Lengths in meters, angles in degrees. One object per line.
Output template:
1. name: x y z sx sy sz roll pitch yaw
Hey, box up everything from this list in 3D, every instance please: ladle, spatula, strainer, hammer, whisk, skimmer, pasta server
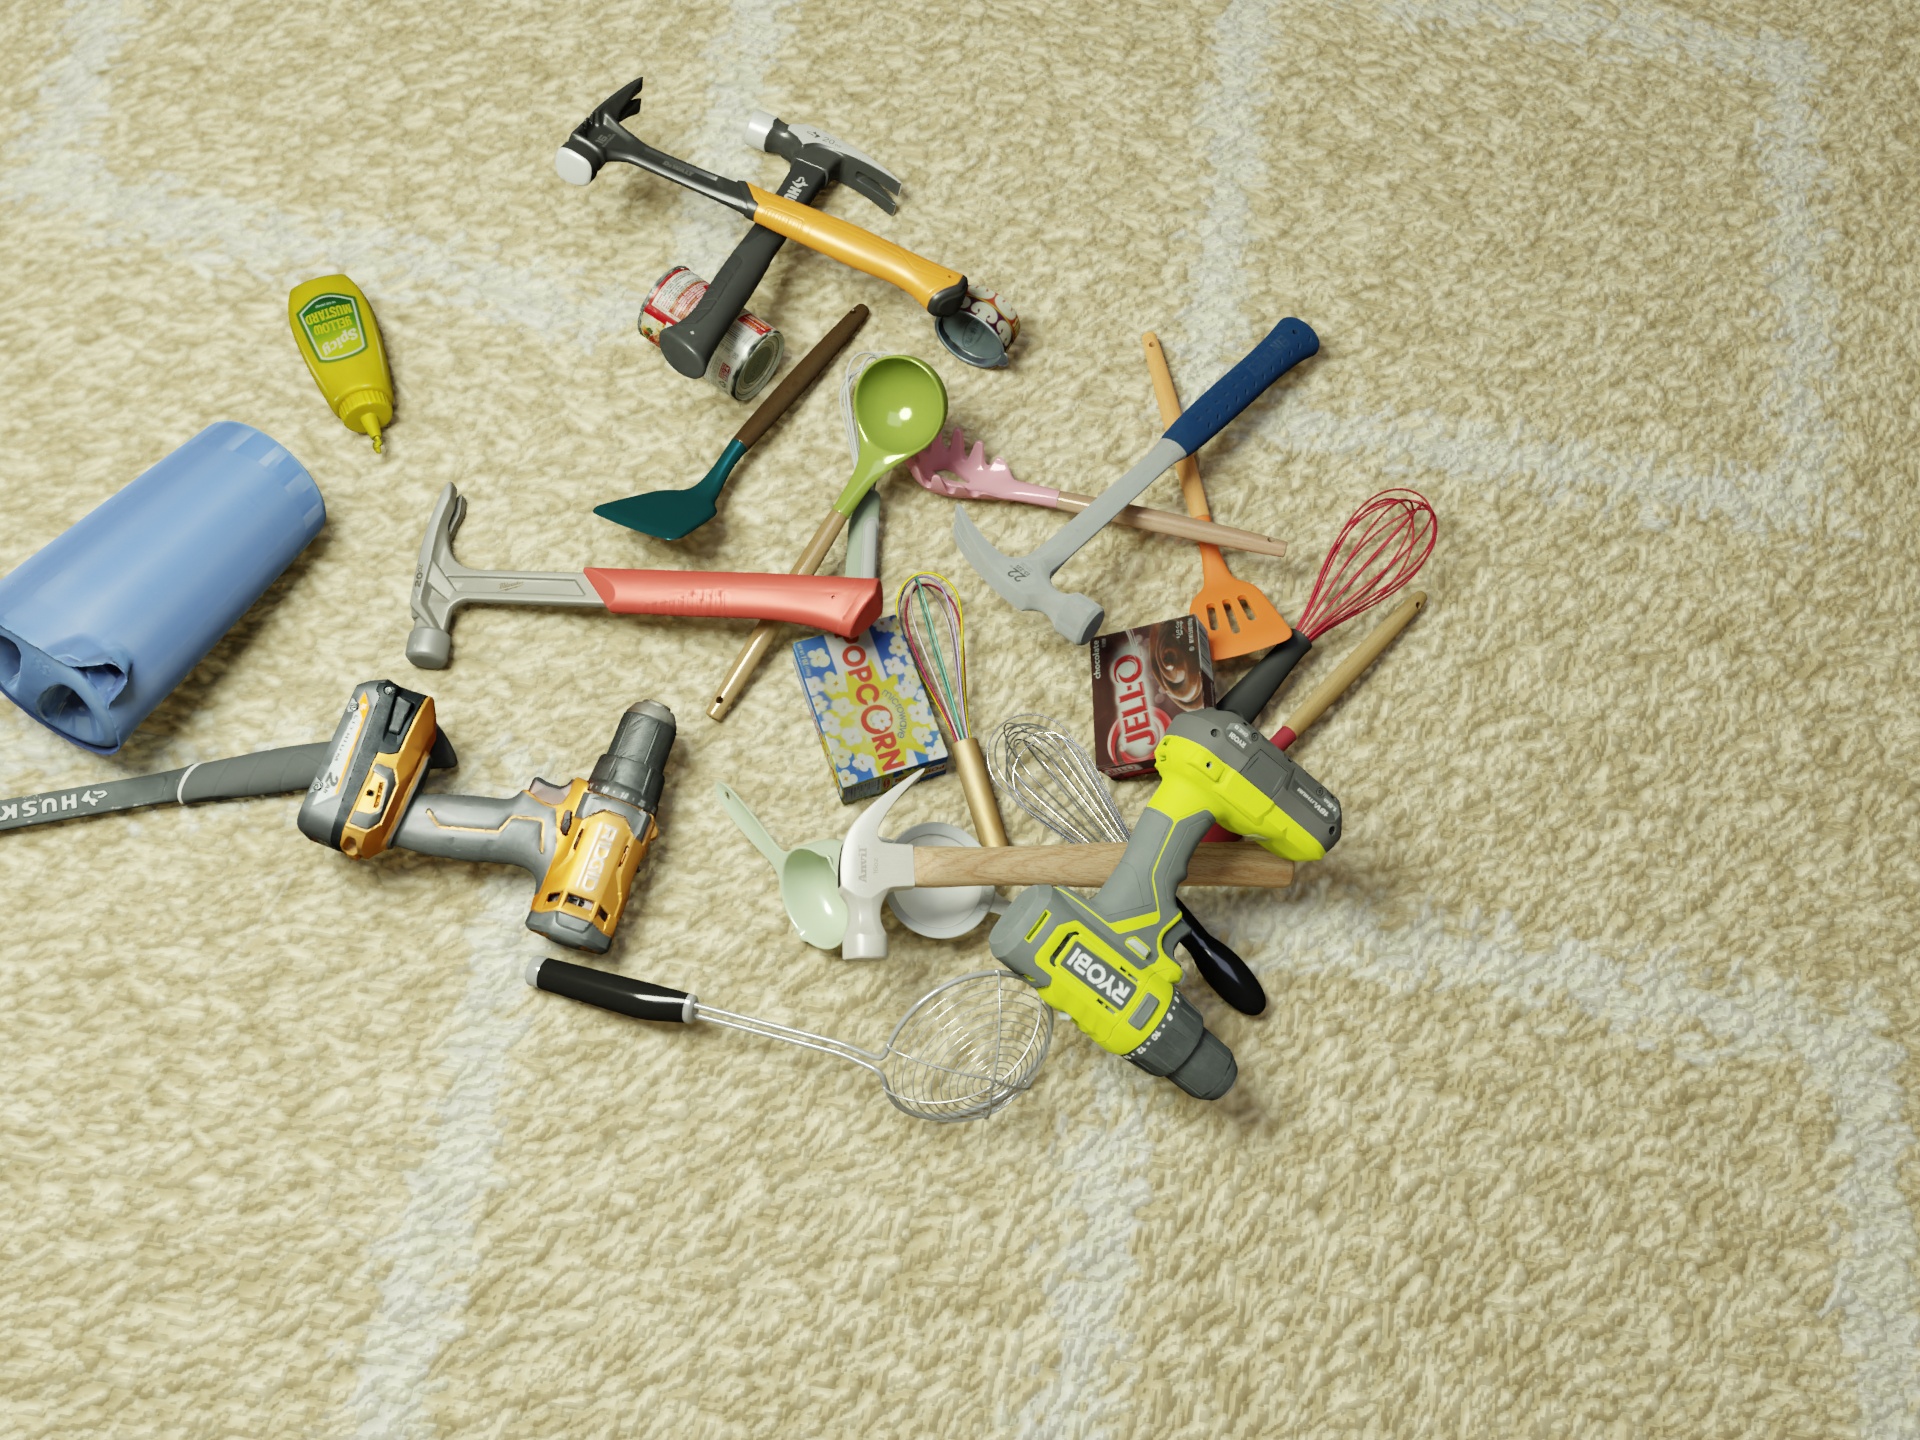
1. ladle: -0.109 -0.141 1.222 0.078 0.062 0.320 29 81 13
2. spatula: 0.192 -0.190 1.308 0.081 0.041 0.323 -14 67 6
3. strainer: 0.044 0.143 1.158 0.258 0.050 0.087 22 64 -3
4. hammer: -0.148 -0.415 1.288 0.337 0.034 0.127 25 52 1
5. hammer: -0.571 0.053 1.137 0.409 0.036 0.149 -10 70 -10
6. whisk: -0.075 -0.188 1.280 0.059 0.057 0.246 -12 67 36
7. hammer: 0.159 -0.216 1.272 0.144 0.035 0.405 35 58 19
8. whisk: 0.124 0.108 1.175 0.070 0.070 0.285 -39 81 -18
9. hammer: 0.078 0.100 1.122 0.331 0.031 0.130 0 76 -13
10. spatula: -0.165 -0.245 1.281 0.082 0.044 0.318 21 59 25
11. whisk: 0.000 -0.005 1.214 0.047 0.051 0.245 -11 72 -16
12. skimmer: -0.120 0.198 1.109 0.363 0.127 0.090 12 30 12
13. whisk: 0.282 -0.078 1.264 0.073 0.073 0.296 41 76 11
14. hammer: -0.236 -0.105 1.200 0.359 0.036 0.149 2 68 8
15. ladle: 0.272 -0.005 1.244 0.315 0.031 0.069 -42 111 -23
16. pasta server: 0.106 -0.176 1.274 0.316 0.040 0.060 14 53 10
17. hammer: -0.159 -0.388 1.308 0.146 0.035 0.335 22 50 -2

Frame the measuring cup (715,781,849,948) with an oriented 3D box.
1. measuring cup: -0.120 0.095 1.158 0.038 0.083 0.168 -16 48 -41

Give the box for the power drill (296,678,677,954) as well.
1. power drill: -0.322 0.044 1.123 0.226 0.084 0.185 22 73 -9

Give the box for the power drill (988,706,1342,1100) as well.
1. power drill: 0.155 0.125 1.080 0.190 0.080 0.228 39 78 -8
